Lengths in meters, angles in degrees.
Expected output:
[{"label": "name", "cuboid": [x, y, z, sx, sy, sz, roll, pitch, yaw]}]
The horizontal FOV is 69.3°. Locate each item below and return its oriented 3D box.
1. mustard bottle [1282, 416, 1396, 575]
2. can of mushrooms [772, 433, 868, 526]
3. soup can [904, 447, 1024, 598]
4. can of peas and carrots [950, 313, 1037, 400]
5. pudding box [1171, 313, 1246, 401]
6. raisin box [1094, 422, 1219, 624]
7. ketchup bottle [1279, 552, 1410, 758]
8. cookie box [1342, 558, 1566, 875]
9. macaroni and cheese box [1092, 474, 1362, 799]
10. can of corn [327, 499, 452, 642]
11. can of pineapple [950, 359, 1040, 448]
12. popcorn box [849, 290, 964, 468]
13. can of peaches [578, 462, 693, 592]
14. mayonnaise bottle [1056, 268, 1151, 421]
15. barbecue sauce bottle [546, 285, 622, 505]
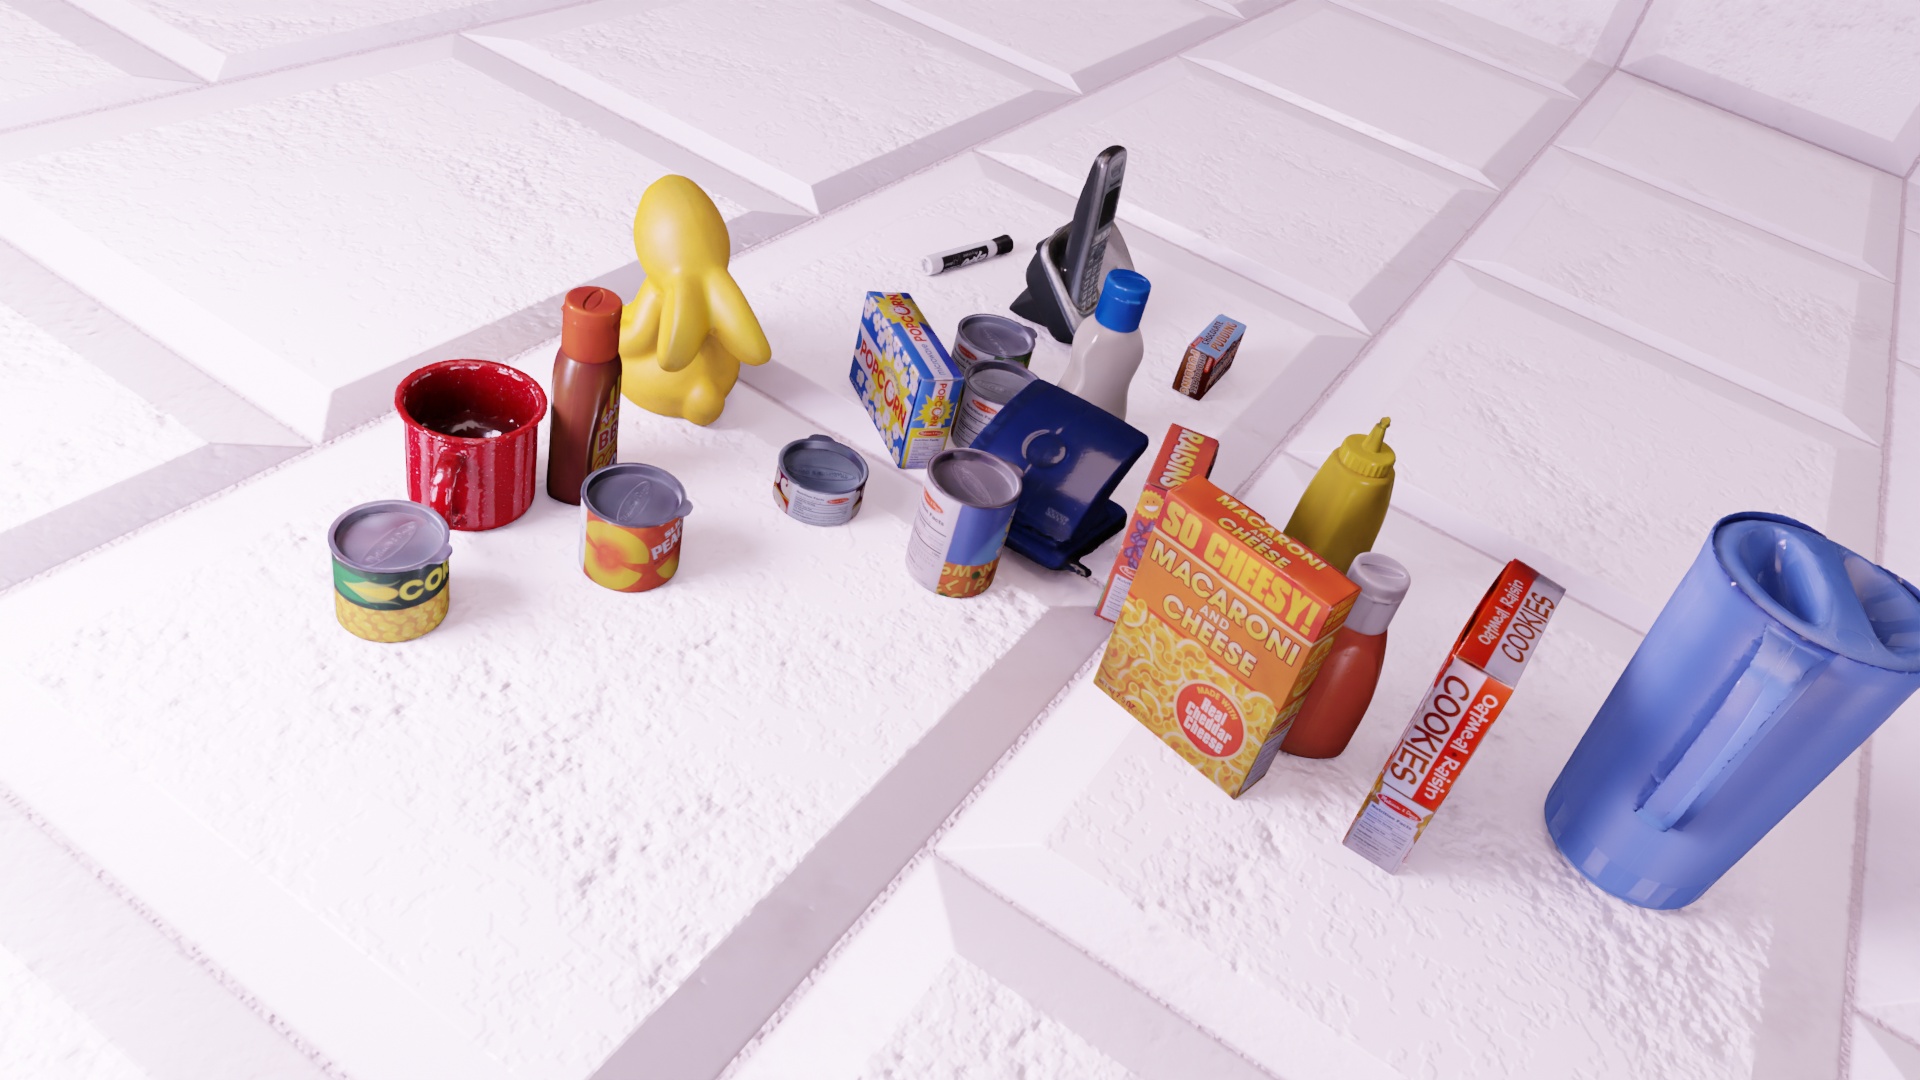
[{"label": "mustard bottle", "cuboid": [0.283, -0.029, 1.020, 0.065, 0.159, 0.049, -7, 43, -27]}, {"label": "can of mushrooms", "cuboid": [-0.102, -0.044, 1.007, 0.071, 0.033, 0.071, 10, 38, -8]}, {"label": "soup can", "cuboid": [0.003, -0.012, 0.963, 0.071, 0.083, 0.072, 10, 38, -8]}, {"label": "can of peas and carrots", "cuboid": [0.026, -0.148, 1.162, 0.071, 0.058, 0.071, 10, 38, -8]}, {"label": "pudding box", "cuboid": [0.227, -0.168, 1.264, 0.030, 0.049, 0.084, 28, 39, 16]}, {"label": "raisin box", "cuboid": [0.138, -0.008, 0.974, 0.040, 0.122, 0.086, 22, 38, 8]}, {"label": "ketchup bottle", "cuboid": [0.241, 0.075, 0.885, 0.065, 0.148, 0.044, 13, 38, -4]}, {"label": "cookie box", "cuboid": [0.301, 0.107, 0.851, 0.040, 0.166, 0.123, 31, 40, 19]}, {"label": "macaroni and cheese box", "cuboid": [0.160, 0.060, 0.861, 0.124, 0.165, 0.040, 39, 43, 27]}, {"label": "can of corn", "cuboid": [-0.336, 0.019, 0.825, 0.071, 0.058, 0.071, 10, 38, -8]}, {"label": "can of pineapple", "cuboid": [0.030, -0.103, 1.108, 0.071, 0.057, 0.071, 10, 38, -8]}, {"label": "popcorn box", "cuboid": [-0.045, -0.127, 1.088, 0.038, 0.084, 0.127, -5, 42, -25]}, {"label": "can of peaches", "cuboid": [-0.212, -0.008, 0.903, 0.071, 0.057, 0.071, 10, 38, -8]}, {"label": "mayonnaise bottle", "cuboid": [0.115, -0.146, 1.117, 0.065, 0.147, 0.041, 1, 40, -18]}, {"label": "barbecue sauce bottle", "cuboid": [-0.250, -0.097, 0.928, 0.044, 0.147, 0.065, 15, 38, -1]}]
